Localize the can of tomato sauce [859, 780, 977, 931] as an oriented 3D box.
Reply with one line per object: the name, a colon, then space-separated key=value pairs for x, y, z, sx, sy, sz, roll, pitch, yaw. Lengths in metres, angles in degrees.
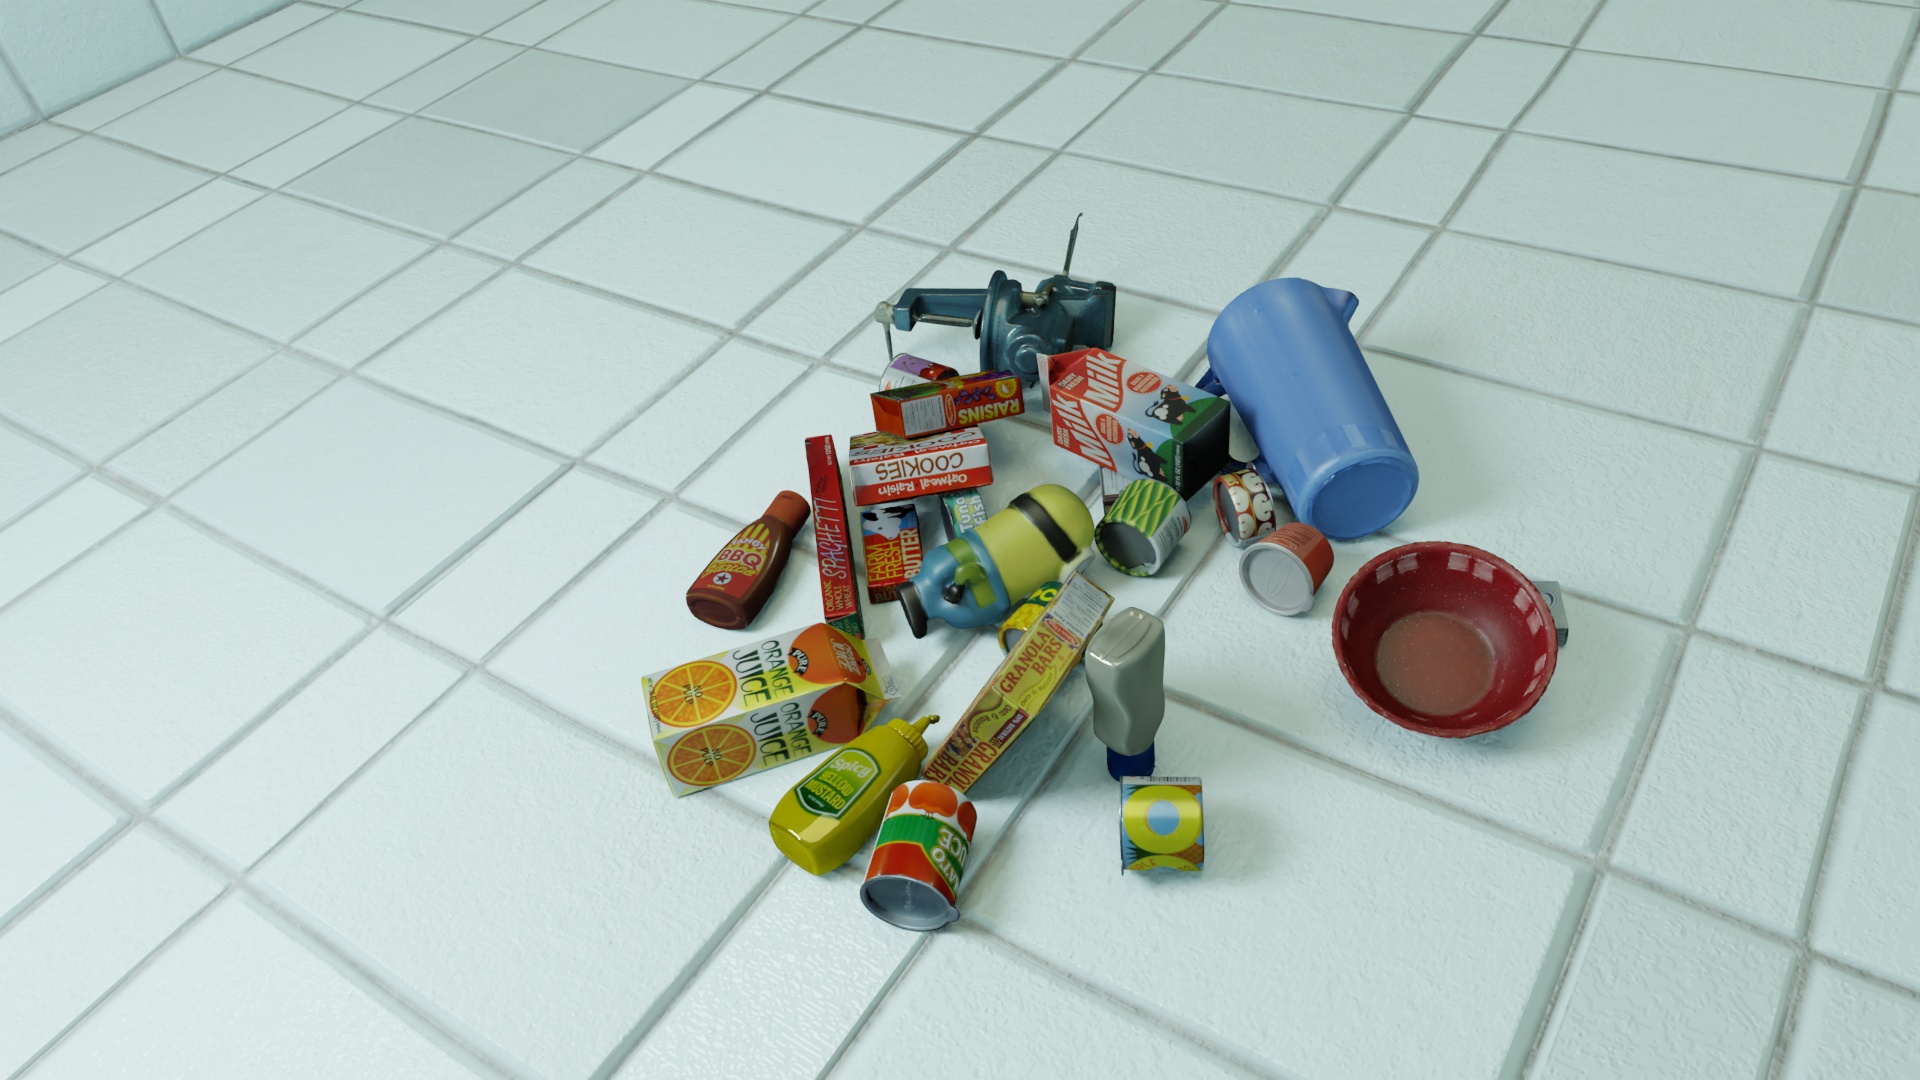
can of tomato sauce: x=-0.026 y=0.222 z=0.981 sx=0.071 sy=0.070 sz=0.083 roll=4 pitch=43 yaw=14

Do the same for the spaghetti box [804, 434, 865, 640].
spaghetti box: x=-0.114 y=-0.001 z=1.252 sx=0.029 sy=0.050 sz=0.251 roll=-12 pitch=42 yaw=-1

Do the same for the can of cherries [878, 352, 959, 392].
can of cherries: x=-0.039 y=-0.150 z=1.390 sx=0.058 sy=0.071 sz=0.072 roll=19 pitch=49 yaw=27

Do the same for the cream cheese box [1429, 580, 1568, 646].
cream cheese box: x=0.429 y=0.058 z=1.114 sx=0.104 sy=0.024 sz=0.054 roll=0 pitch=44 yaw=10

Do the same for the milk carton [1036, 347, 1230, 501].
milk carton: x=0.146 y=-0.114 z=1.268 sx=0.191 sy=0.072 sz=0.074 roll=28 pitch=54 yaw=34

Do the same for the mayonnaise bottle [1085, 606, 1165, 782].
mayonnaise bottle: x=0.121 y=0.119 z=1.008 sx=0.041 sy=0.147 sz=0.065 roll=27 pitch=53 yaw=32

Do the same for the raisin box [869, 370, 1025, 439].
raisin box: x=-0.013 y=-0.130 z=1.308 sx=0.124 sy=0.040 sz=0.086 roll=-13 pitch=14 yaw=-19

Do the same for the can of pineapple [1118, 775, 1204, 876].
can of pineapple: x=0.141 y=0.201 z=0.977 sx=0.058 sy=0.070 sz=0.071 roll=-1 pitch=43 yaw=8

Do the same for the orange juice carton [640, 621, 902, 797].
orange juice carton: x=-0.147 y=0.127 z=1.100 sx=0.193 sy=0.072 sz=0.072 roll=-16 pitch=42 yaw=-9

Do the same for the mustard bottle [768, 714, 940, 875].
mustard bottle: x=-0.071 y=0.179 z=1.048 sx=0.065 sy=0.048 sz=0.161 roll=26 pitch=52 yaw=32

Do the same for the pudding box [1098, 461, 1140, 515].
pudding box: x=0.154 y=-0.057 z=1.282 sx=0.050 sy=0.030 sz=0.084 roll=-5 pitch=42 yaw=6

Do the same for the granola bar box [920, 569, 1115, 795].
granola bar box: x=0.041 y=0.110 z=1.024 sx=0.039 sy=0.164 sz=0.125 roll=37 pitch=54 yaw=3

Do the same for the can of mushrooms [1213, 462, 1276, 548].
can of mushrooms: x=0.246 y=-0.030 z=1.208 sx=0.033 sy=0.070 sz=0.071 roll=-15 pitch=42 yaw=-5

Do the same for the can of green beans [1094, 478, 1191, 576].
can of green beans: x=0.158 y=-0.011 z=1.205 sx=0.071 sy=0.071 sz=0.058 roll=20 pitch=50 yaw=28

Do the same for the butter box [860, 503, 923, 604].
butter box: x=-0.060 y=0.011 z=1.248 sx=0.053 sy=0.024 sz=0.104 roll=-10 pitch=42 yaw=0

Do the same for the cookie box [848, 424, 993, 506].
cookie box: x=-0.039 y=-0.074 z=1.276 sx=0.123 sy=0.040 sz=0.168 roll=-10 pitch=14 yaw=-2

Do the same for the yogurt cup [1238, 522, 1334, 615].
yogurt cup: x=0.273 y=0.021 z=1.154 sx=0.072 sy=0.072 sz=0.054 roll=25 pitch=44 yaw=32

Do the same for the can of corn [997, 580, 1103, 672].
can of corn: x=0.073 y=0.075 z=1.122 sx=0.071 sy=0.070 sz=0.058 roll=26 pitch=53 yaw=32

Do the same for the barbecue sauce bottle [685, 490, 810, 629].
barbecue sauce bottle: x=-0.184 y=0.015 z=1.251 sx=0.065 sy=0.043 sz=0.149 roll=11 pitch=45 yaw=22

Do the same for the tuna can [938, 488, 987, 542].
tuna can: x=0.004 y=-0.015 z=1.232 sx=0.033 sy=0.070 sz=0.071 roll=-15 pitch=42 yaw=-7
